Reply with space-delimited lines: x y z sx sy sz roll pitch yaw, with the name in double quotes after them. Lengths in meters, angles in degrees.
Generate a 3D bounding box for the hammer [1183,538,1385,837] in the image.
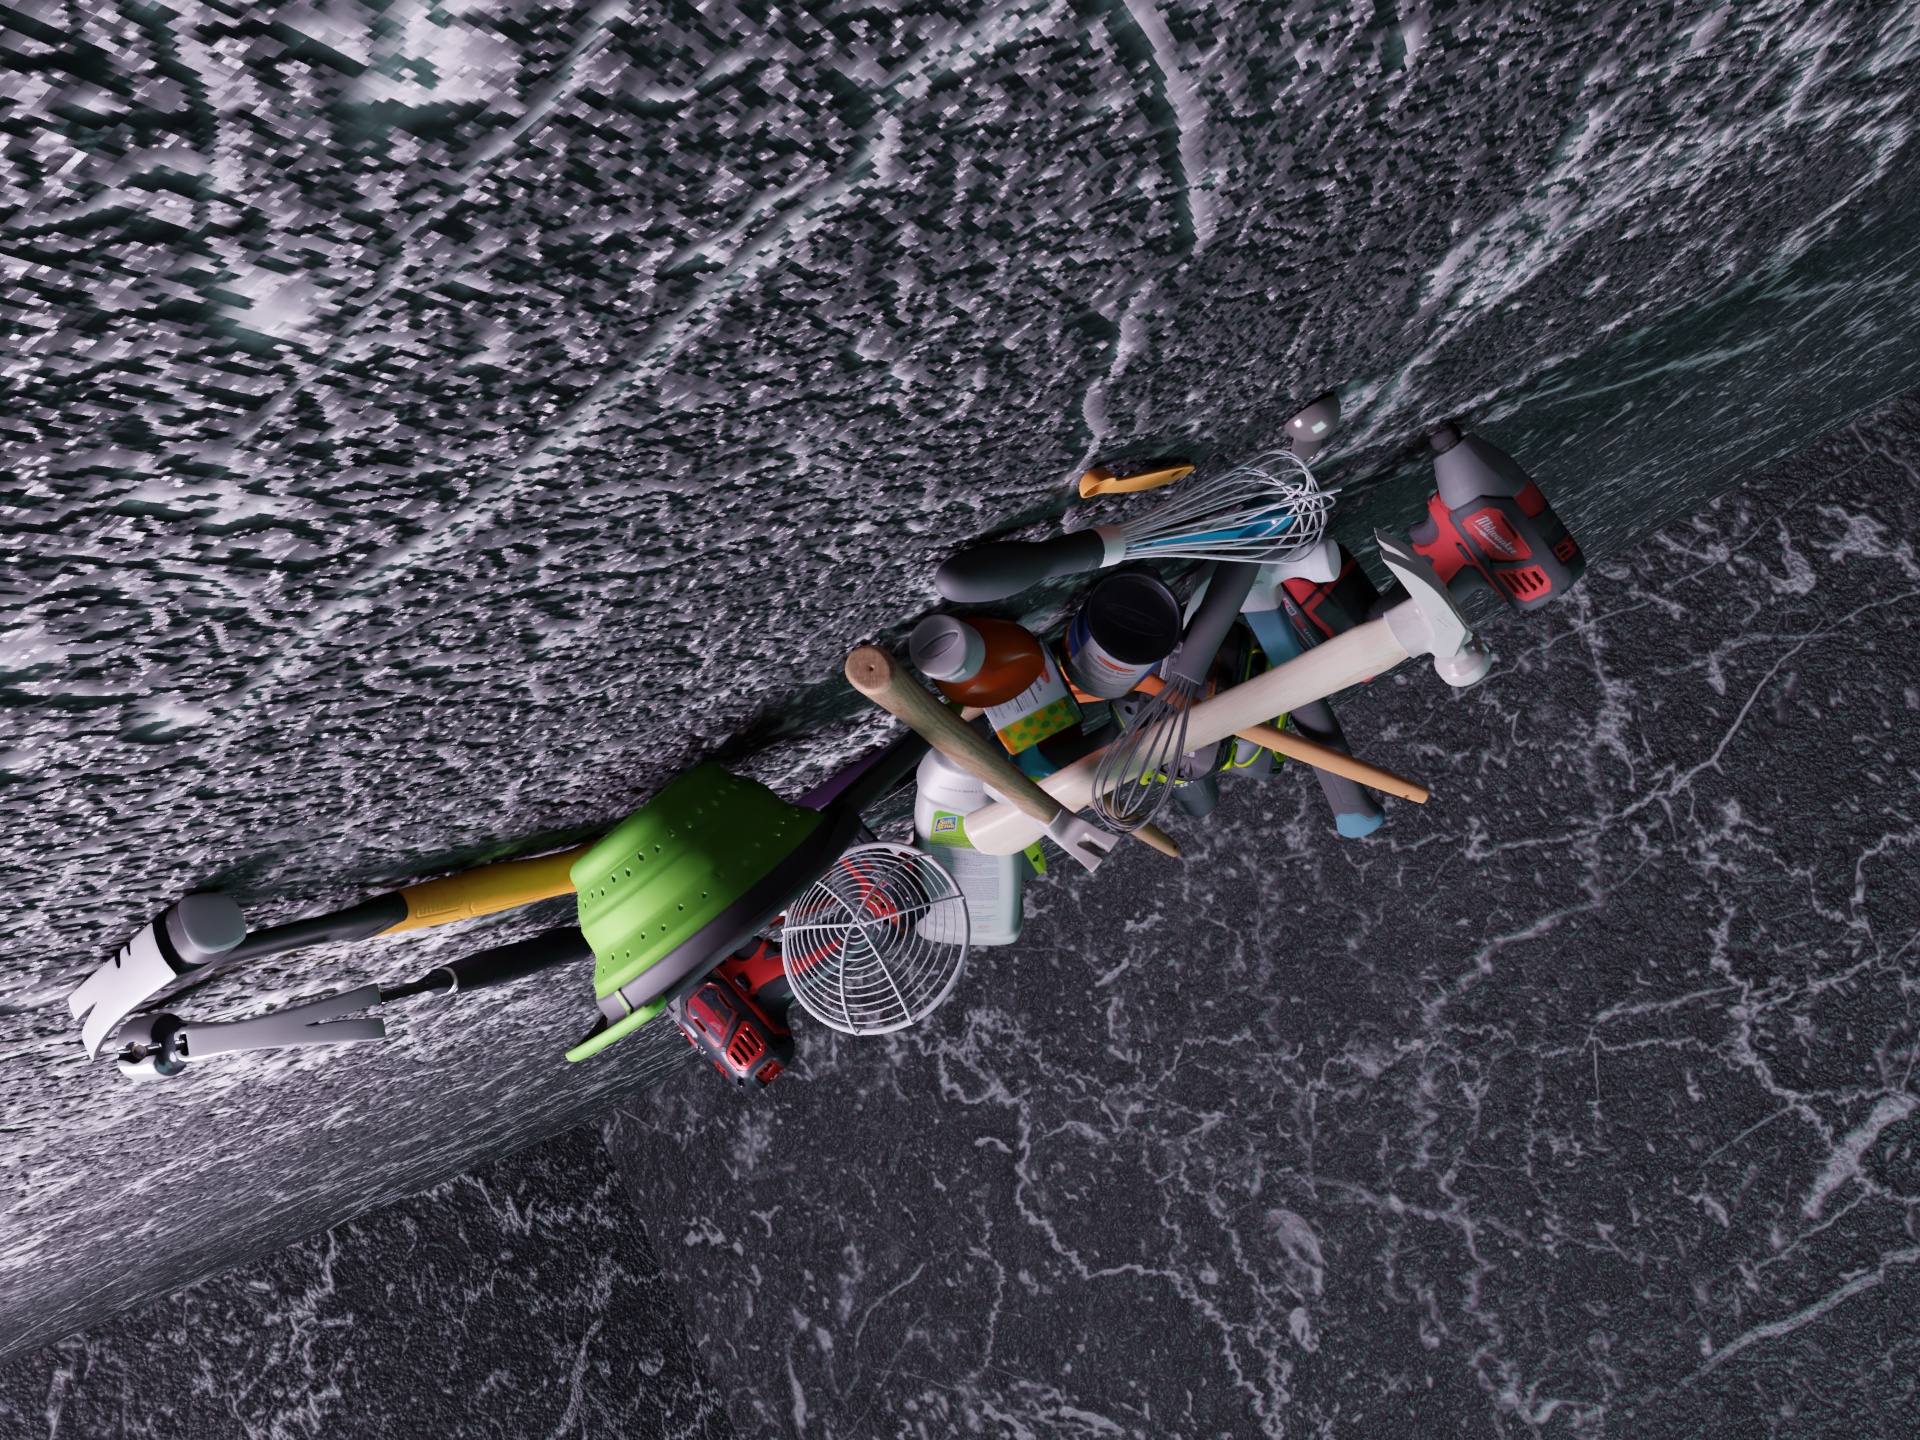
0.268 -0.015 1.228 0.128 0.033 0.330 -2 140 31 "hammer"

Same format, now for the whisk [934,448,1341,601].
0.105 -0.104 0.890 0.284 0.070 0.070 -16 165 -32 "whisk"

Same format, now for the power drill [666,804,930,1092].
-0.159 0.172 1.332 0.227 0.188 0.080 -44 159 -9 "power drill"

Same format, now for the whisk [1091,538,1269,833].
0.156 -0.032 1.103 0.239 0.055 0.055 -64 166 3 "whisk"

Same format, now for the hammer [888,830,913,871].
-0.088 0.175 1.519 0.143 0.038 0.386 -37 -177 33 "hammer"

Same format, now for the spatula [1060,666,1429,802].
0.208 0.009 1.227 0.081 0.322 0.041 112 -2 -58 "spatula"

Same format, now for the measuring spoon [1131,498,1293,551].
0.160 -0.127 1.029 0.128 0.021 0.042 -11 164 -30 "measuring spoon"

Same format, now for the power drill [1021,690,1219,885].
0.122 0.059 1.456 0.228 0.080 0.190 -27 133 5 "power drill"

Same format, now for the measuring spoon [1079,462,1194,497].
0.095 -0.131 0.846 0.021 0.011 0.117 -32 173 35 "measuring spoon"

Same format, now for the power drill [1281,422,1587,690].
0.335 -0.120 1.181 0.078 0.143 0.219 -42 -173 -41 "power drill"

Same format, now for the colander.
-0.125 0.053 1.018 0.204 0.094 0.397 -34 -174 43 "colander"

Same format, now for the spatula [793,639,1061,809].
-0.002 -0.004 1.184 0.316 0.018 0.060 -31 -167 12 "spatula"

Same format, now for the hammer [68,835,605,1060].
-0.318 0.111 0.898 0.127 0.034 0.336 -34 168 28 "hammer"

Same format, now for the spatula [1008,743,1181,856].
0.118 0.064 1.370 0.044 0.082 0.317 -1 158 38 "spatula"

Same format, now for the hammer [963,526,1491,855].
0.169 0.000 1.170 0.410 0.038 0.146 -27 131 26 "hammer"

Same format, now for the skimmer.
-0.121 0.143 1.138 0.363 0.090 0.127 -4 -120 61 "skimmer"

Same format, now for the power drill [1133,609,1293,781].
0.235 -0.031 1.362 0.080 0.171 0.223 16 -169 29 "power drill"

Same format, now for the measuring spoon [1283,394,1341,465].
0.211 -0.165 0.947 0.034 0.018 0.124 -29 171 7 "measuring spoon"

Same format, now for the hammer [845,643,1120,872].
0.014 0.026 1.036 0.031 0.130 0.331 -53 150 -2 "hammer"

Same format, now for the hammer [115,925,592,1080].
-0.349 0.173 1.055 0.149 0.036 0.409 -10 177 13 "hammer"
